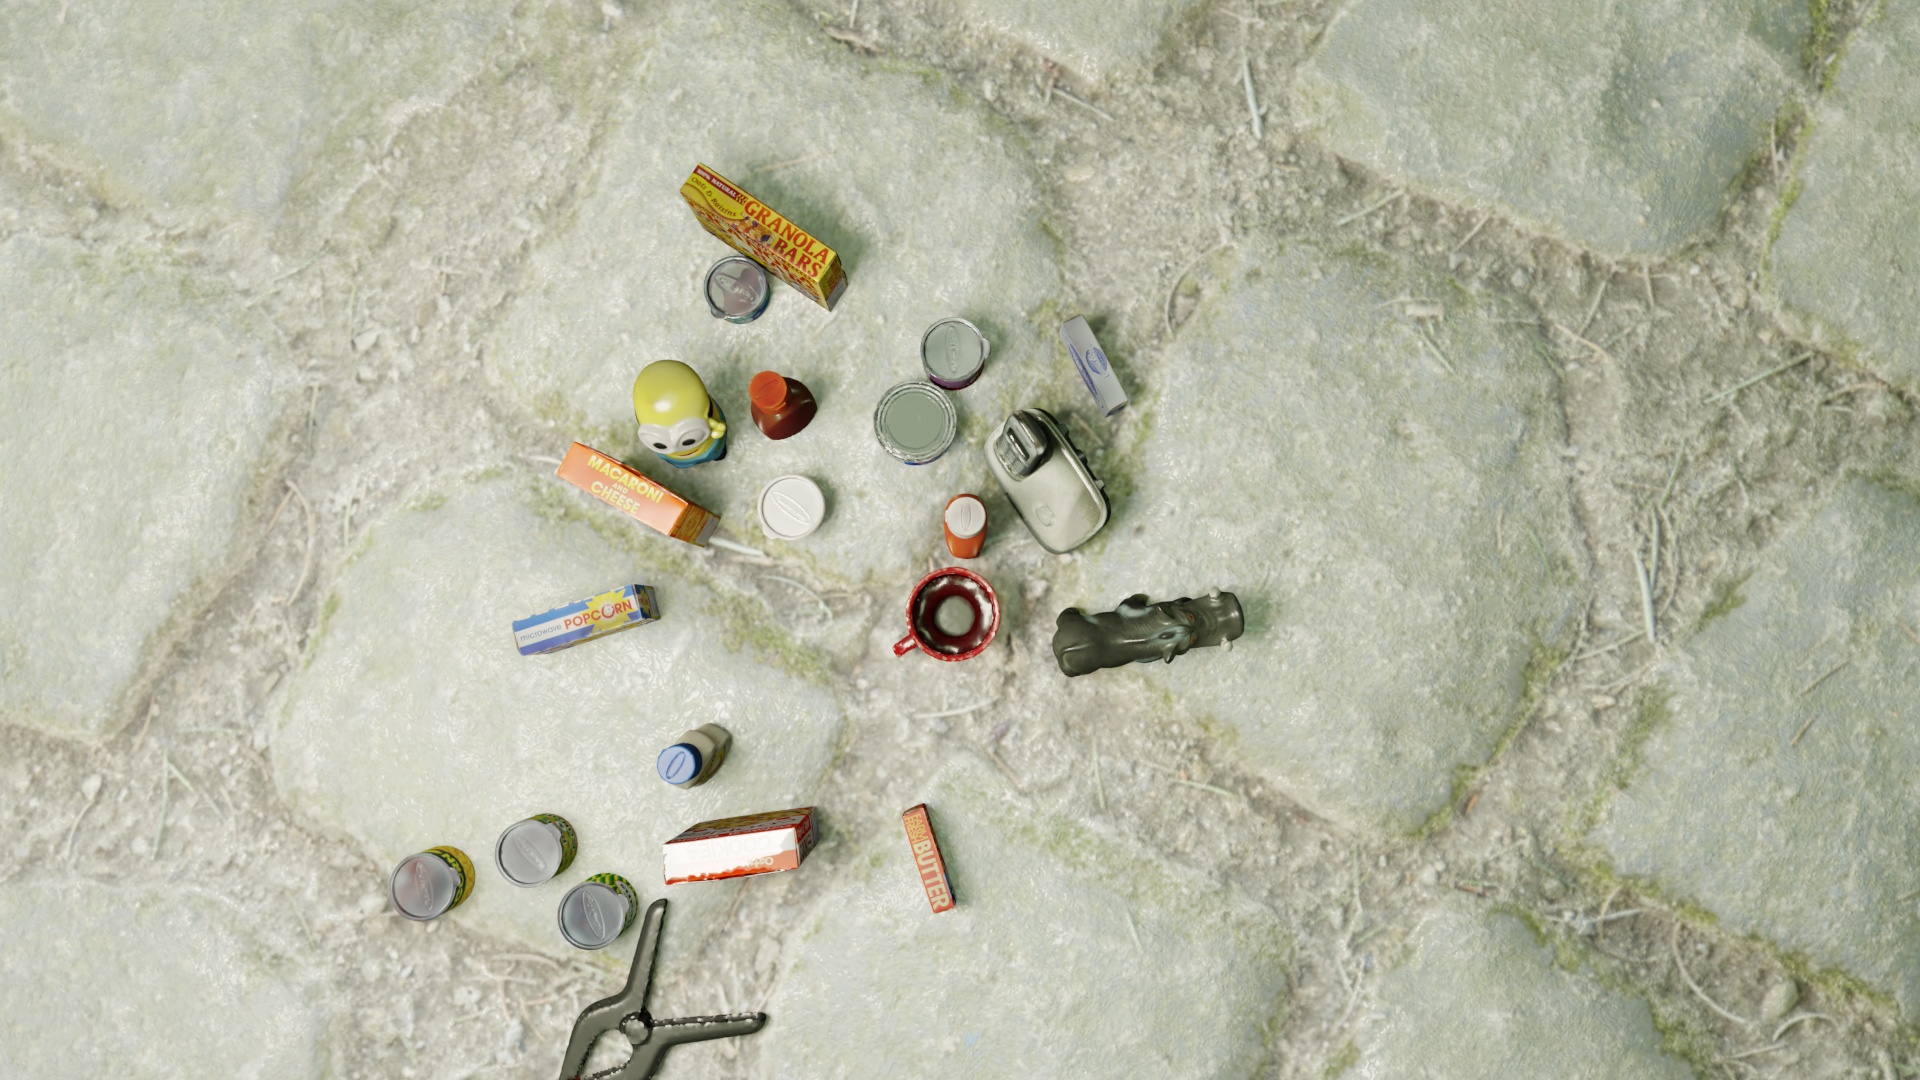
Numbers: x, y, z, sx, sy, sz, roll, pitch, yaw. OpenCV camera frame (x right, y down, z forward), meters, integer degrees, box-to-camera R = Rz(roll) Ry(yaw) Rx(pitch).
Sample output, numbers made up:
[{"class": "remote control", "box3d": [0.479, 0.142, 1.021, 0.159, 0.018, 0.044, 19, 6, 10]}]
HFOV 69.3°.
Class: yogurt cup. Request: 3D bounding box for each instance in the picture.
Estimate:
[{"class": "yogurt cup", "box3d": [-0.169, -0.032, 1.415, 0.072, 0.054, 0.072, 0, 85, 0]}]

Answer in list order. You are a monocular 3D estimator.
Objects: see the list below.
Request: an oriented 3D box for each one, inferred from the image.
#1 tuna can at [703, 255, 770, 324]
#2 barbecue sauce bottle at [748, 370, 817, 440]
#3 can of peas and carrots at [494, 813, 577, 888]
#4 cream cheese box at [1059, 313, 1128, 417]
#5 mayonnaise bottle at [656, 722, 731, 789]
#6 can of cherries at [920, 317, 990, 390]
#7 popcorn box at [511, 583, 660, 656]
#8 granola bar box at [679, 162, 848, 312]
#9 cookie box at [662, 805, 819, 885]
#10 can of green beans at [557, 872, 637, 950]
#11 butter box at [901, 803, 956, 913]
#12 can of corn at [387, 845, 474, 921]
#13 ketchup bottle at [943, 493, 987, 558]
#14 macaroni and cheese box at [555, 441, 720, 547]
[{"class": "tuna can", "box3d": [-0.233, -0.258, 1.446, 0.071, 0.033, 0.071, 0, 85, 0]}, {"class": "barbecue sauce bottle", "box3d": [-0.180, -0.136, 1.377, 0.065, 0.148, 0.043, -36, 86, -2]}, {"class": "can of peas and carrots", "box3d": [-0.420, 0.306, 1.385, 0.071, 0.058, 0.071, 0, 85, 0]}, {"class": "cream cheese box", "box3d": [0.136, -0.178, 1.427, 0.024, 0.053, 0.104, -27, 86, -2]}, {"class": "mayonnaise bottle", "box3d": [-0.261, 0.212, 1.348, 0.041, 0.148, 0.065, 31, 87, 3]}, {"class": "can of cherries", "box3d": [-0.005, -0.190, 1.426, 0.071, 0.058, 0.071, 0, 85, 0]}, {"class": "popcorn box", "box3d": [-0.373, 0.080, 1.391, 0.127, 0.085, 0.038, -17, 86, -1]}, {"class": "granola bar box", "box3d": [-0.195, -0.304, 1.404, 0.165, 0.124, 0.039, 34, 87, 3]}, {"class": "cookie box", "box3d": [-0.206, 0.291, 1.331, 0.123, 0.167, 0.040, -8, 86, 0]}, {"class": "can of green beans", "box3d": [-0.359, 0.368, 1.380, 0.071, 0.058, 0.071, 0, 85, 0]}, {"class": "butter box", "box3d": [-0.031, 0.316, 1.385, 0.024, 0.053, 0.103, -19, 85, -1]}, {"class": "can of corn", "box3d": [-0.523, 0.340, 1.383, 0.071, 0.058, 0.071, 0, 85, 0]}, {"class": "ketchup bottle", "box3d": [0.005, -0.017, 1.366, 0.043, 0.148, 0.064, 2, 86, 1]}, {"class": "macaroni and cheese box", "box3d": [-0.311, -0.043, 1.361, 0.124, 0.166, 0.040, 29, 87, 2]}]
